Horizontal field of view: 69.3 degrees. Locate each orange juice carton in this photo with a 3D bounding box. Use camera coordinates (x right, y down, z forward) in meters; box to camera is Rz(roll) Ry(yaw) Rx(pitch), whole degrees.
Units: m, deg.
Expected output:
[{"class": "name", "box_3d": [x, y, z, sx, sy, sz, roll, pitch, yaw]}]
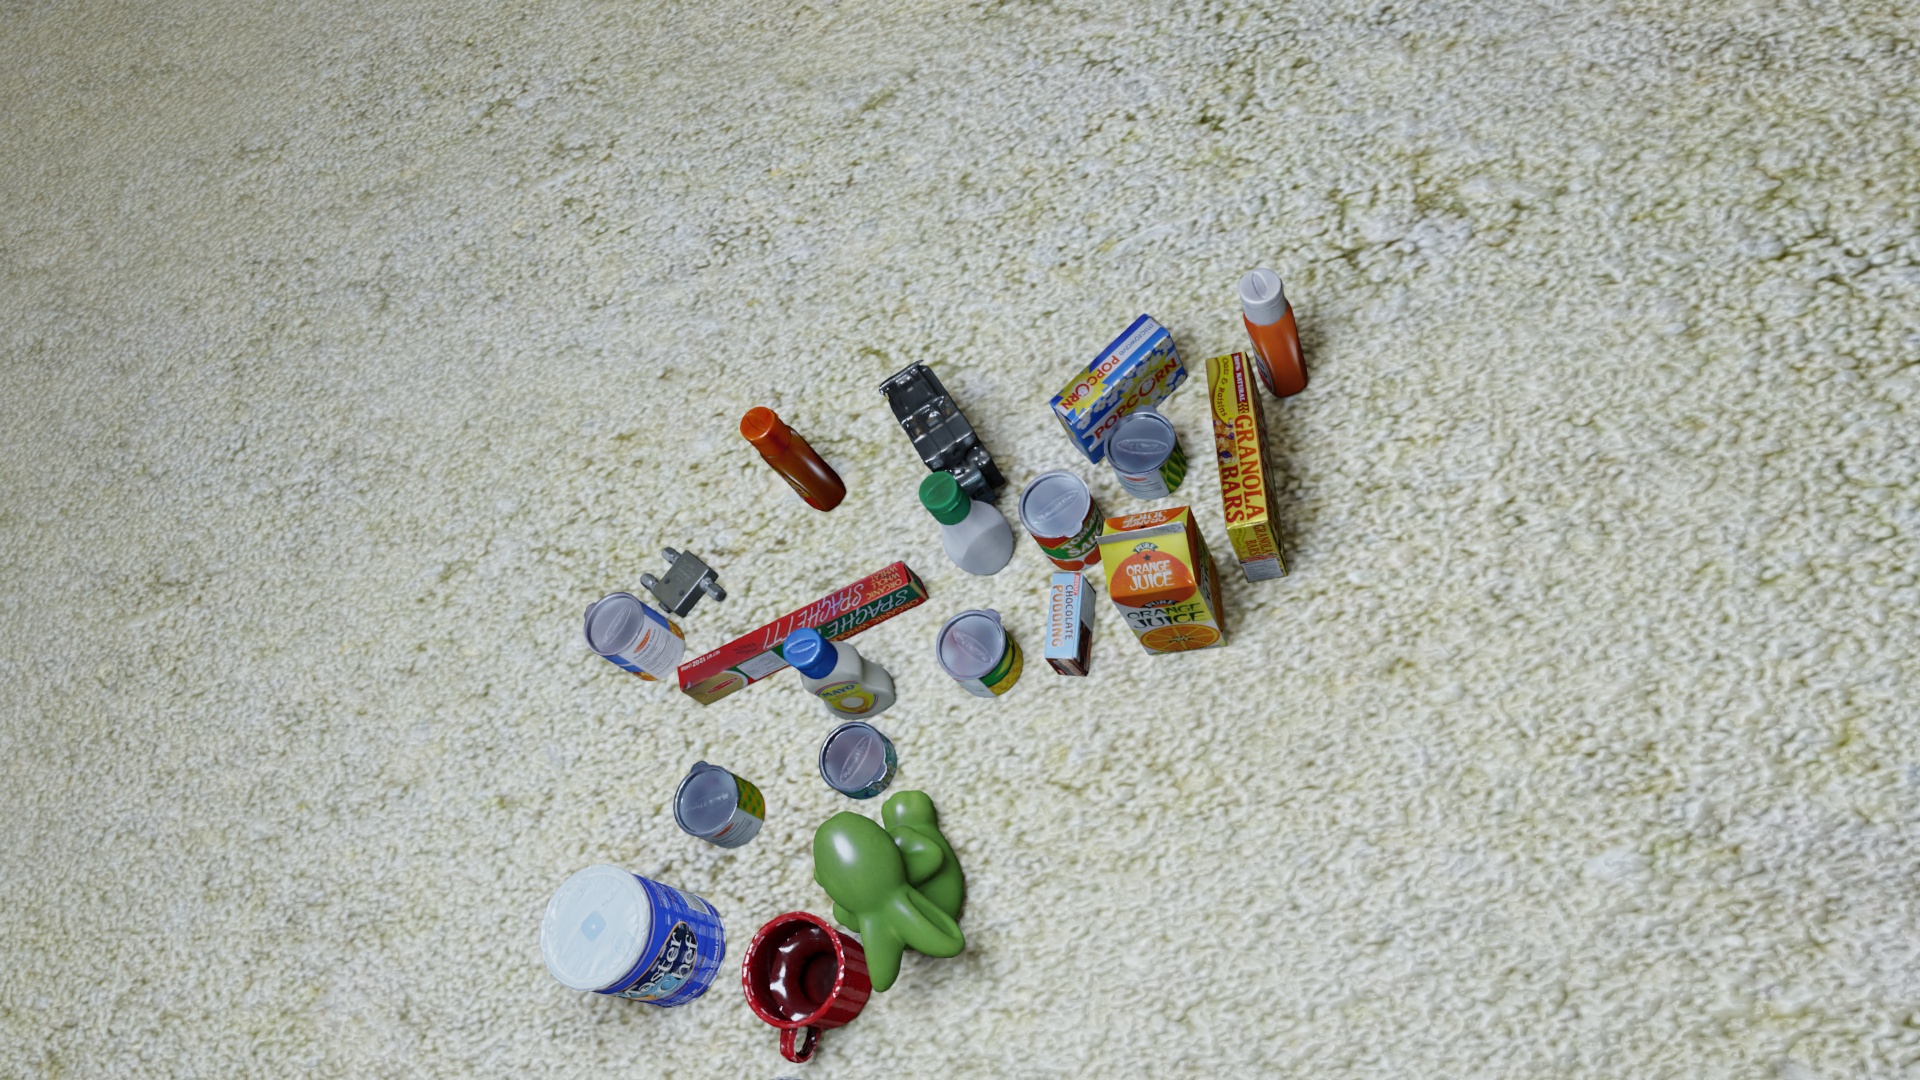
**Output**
[{"class": "orange juice carton", "box_3d": [0.169, 0.029, 1.157, 0.072, 0.192, 0.073, -9, 64, 17]}]

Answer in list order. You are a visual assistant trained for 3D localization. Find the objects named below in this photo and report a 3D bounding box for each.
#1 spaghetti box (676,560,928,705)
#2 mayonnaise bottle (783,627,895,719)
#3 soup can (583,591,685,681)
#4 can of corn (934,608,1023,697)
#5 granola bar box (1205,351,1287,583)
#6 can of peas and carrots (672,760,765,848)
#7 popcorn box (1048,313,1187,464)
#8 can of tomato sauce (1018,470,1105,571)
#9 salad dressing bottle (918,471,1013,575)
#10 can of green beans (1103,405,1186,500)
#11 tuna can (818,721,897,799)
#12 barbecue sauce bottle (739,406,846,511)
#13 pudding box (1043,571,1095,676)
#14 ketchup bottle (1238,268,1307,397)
[{"class": "spaghetti box", "box_3d": [-0.151, 0.090, 1.331, 0.250, 0.050, 0.029, -26, 60, 8]}, {"class": "mayonnaise bottle", "box_3d": [-0.112, 0.119, 1.246, 0.065, 0.147, 0.041, -19, 61, 12]}, {"class": "soup can", "box_3d": [-0.323, 0.095, 1.374, 0.071, 0.083, 0.071, -8, 64, 17]}, {"class": "can of corn", "box_3d": [0.019, 0.101, 1.257, 0.071, 0.058, 0.071, -8, 64, 17]}, {"class": "granola bar box", "box_3d": [0.250, -0.063, 1.209, 0.039, 0.124, 0.166, -10, 63, 16]}, {"class": "can of peas and carrots", "box_3d": [-0.222, 0.244, 1.281, 0.071, 0.058, 0.071, -8, 64, 17]}, {"class": "popcorn box", "box_3d": [0.150, -0.142, 1.307, 0.127, 0.085, 0.038, -43, 59, -3]}, {"class": "can of tomato sauce", "box_3d": [0.098, -0.016, 1.268, 0.071, 0.083, 0.071, -8, 64, 17]}, {"class": "salad dressing bottle", "box_3d": [0.005, -0.016, 1.266, 0.064, 0.147, 0.044, -43, 59, -2]}, {"class": "can of green beans", "box_3d": [0.172, -0.078, 1.284, 0.071, 0.057, 0.071, -8, 64, 17]}, {"class": "tuna can", "box_3d": [-0.091, 0.202, 1.266, 0.071, 0.032, 0.071, -8, 64, 17]}, {"class": "barbecue sauce bottle", "box_3d": [-0.166, -0.082, 1.360, 0.044, 0.148, 0.065, -47, 60, -4]}, {"class": "pudding box", "box_3d": [0.099, 0.075, 1.245, 0.030, 0.049, 0.084, -1, 66, 20]}, {"class": "ketchup bottle", "box_3d": [0.279, -0.189, 1.243, 0.043, 0.148, 0.065, -21, 61, 11]}]
